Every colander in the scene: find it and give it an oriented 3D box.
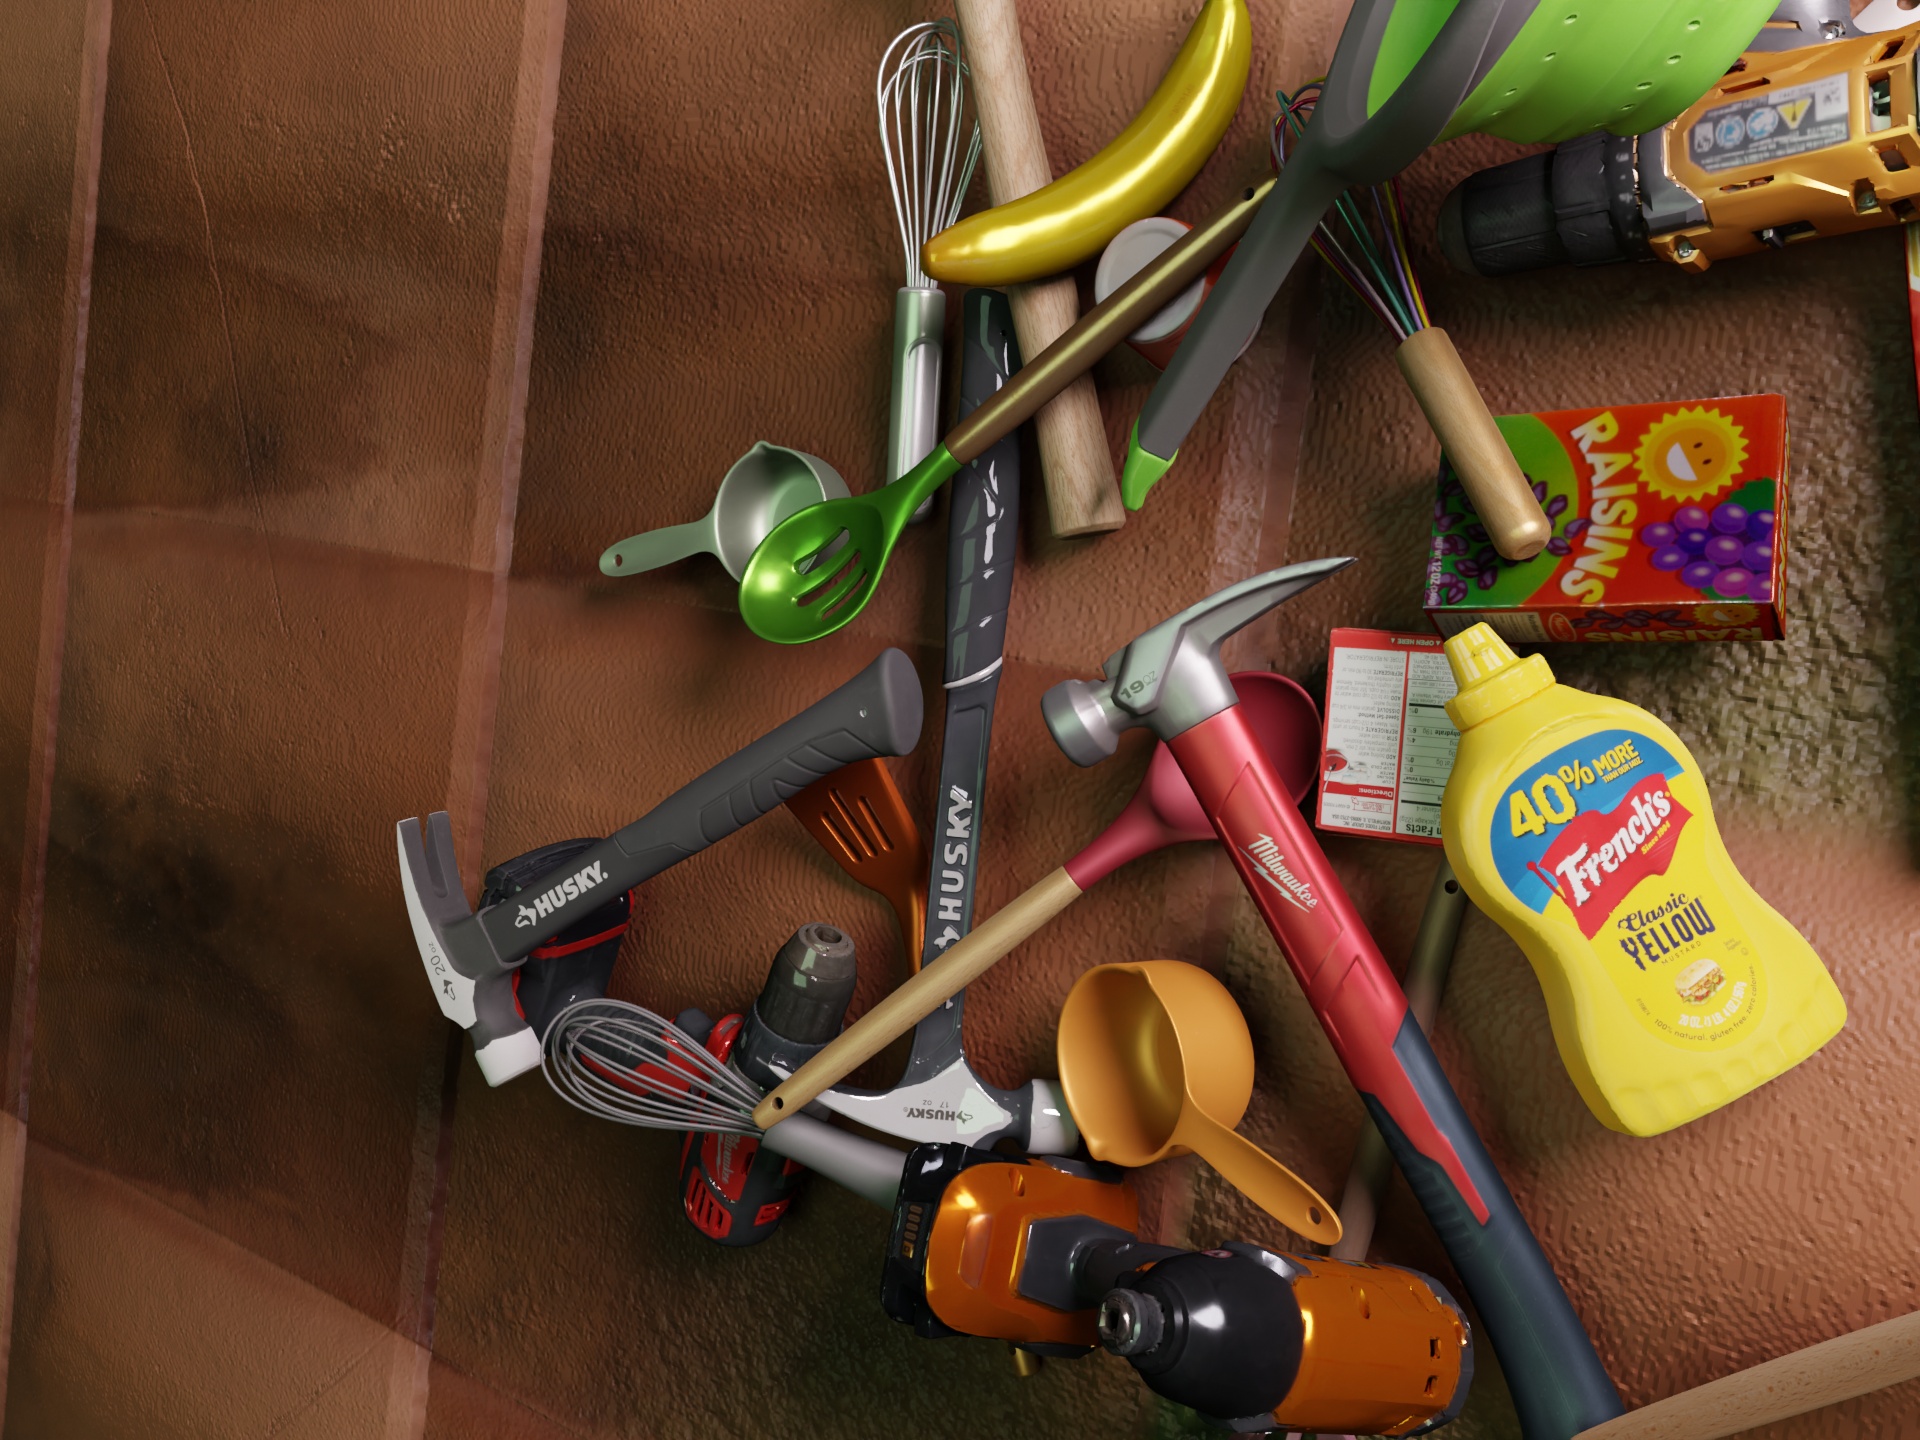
[{"bbox_3d":[0.173,-0.204,0.554,0.094,0.205,0.396,23,137,-7],"label":"colander"}]

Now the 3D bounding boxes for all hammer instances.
[{"bbox_3d":[0.026,-0.248,0.738,0.031,0.130,0.331,169,90,-76],"label":"hammer"},{"bbox_3d":[-0.152,0.054,0.778,0.335,0.035,0.146,-31,83,27],"label":"hammer"},{"bbox_3d":[-0.001,-0.002,0.761,0.149,0.036,0.409,5,88,-1],"label":"hammer"},{"bbox_3d":[0.183,0.125,0.637,0.143,0.038,0.386,-30,83,19],"label":"hammer"}]

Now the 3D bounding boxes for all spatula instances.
[{"bbox_3d":[-0.017,0.167,0.794,0.081,0.041,0.323,-24,79,43],"label":"spatula"},{"bbox_3d":[0.358,0.201,0.543,0.317,0.044,0.082,-33,74,25],"label":"spatula"}]

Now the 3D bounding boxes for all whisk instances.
[{"bbox_3d":[0.178,-0.170,0.638,0.047,0.051,0.245,-25,63,15],"label":"whisk"},{"bbox_3d":[-0.091,0.198,0.765,0.239,0.055,0.055,23,104,3],"label":"whisk"},{"bbox_3d":[-0.018,-0.221,0.791,0.059,0.057,0.246,-159,71,-66],"label":"whisk"}]

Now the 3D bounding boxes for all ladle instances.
[{"bbox_3d":[0.031,0.088,0.716,0.315,0.031,0.069,-38,71,5],"label":"ladle"}]

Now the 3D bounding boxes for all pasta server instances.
[{"bbox_3d":[0.170,0.209,0.677,0.060,0.040,0.316,16,98,15],"label":"pasta server"}]

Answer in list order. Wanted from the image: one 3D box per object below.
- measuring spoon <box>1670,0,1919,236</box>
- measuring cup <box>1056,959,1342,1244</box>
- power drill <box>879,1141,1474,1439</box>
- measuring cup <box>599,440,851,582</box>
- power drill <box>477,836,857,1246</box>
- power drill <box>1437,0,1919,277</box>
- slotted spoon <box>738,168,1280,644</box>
[{"bbox_3d":[0.313,-0.231,0.594,0.124,0.018,0.034,-47,67,24],"label":"measuring spoon"},{"bbox_3d":[0.112,0.165,0.676,0.174,0.052,0.095,32,115,49],"label":"measuring cup"},{"bbox_3d":[0.064,0.227,0.639,0.226,0.164,0.084,-6,69,53],"label":"power drill"},{"bbox_3d":[-0.127,-0.099,0.866,0.167,0.038,0.083,-9,86,34],"label":"measuring cup"},{"bbox_3d":[-0.157,0.149,0.854,0.227,0.080,0.187,32,115,25],"label":"power drill"},{"bbox_3d":[0.264,-0.276,0.579,0.185,0.084,0.226,-3,86,40],"label":"power drill"},{"bbox_3d":[0.018,-0.134,0.711,0.313,0.031,0.070,-37,61,24],"label":"slotted spoon"}]
